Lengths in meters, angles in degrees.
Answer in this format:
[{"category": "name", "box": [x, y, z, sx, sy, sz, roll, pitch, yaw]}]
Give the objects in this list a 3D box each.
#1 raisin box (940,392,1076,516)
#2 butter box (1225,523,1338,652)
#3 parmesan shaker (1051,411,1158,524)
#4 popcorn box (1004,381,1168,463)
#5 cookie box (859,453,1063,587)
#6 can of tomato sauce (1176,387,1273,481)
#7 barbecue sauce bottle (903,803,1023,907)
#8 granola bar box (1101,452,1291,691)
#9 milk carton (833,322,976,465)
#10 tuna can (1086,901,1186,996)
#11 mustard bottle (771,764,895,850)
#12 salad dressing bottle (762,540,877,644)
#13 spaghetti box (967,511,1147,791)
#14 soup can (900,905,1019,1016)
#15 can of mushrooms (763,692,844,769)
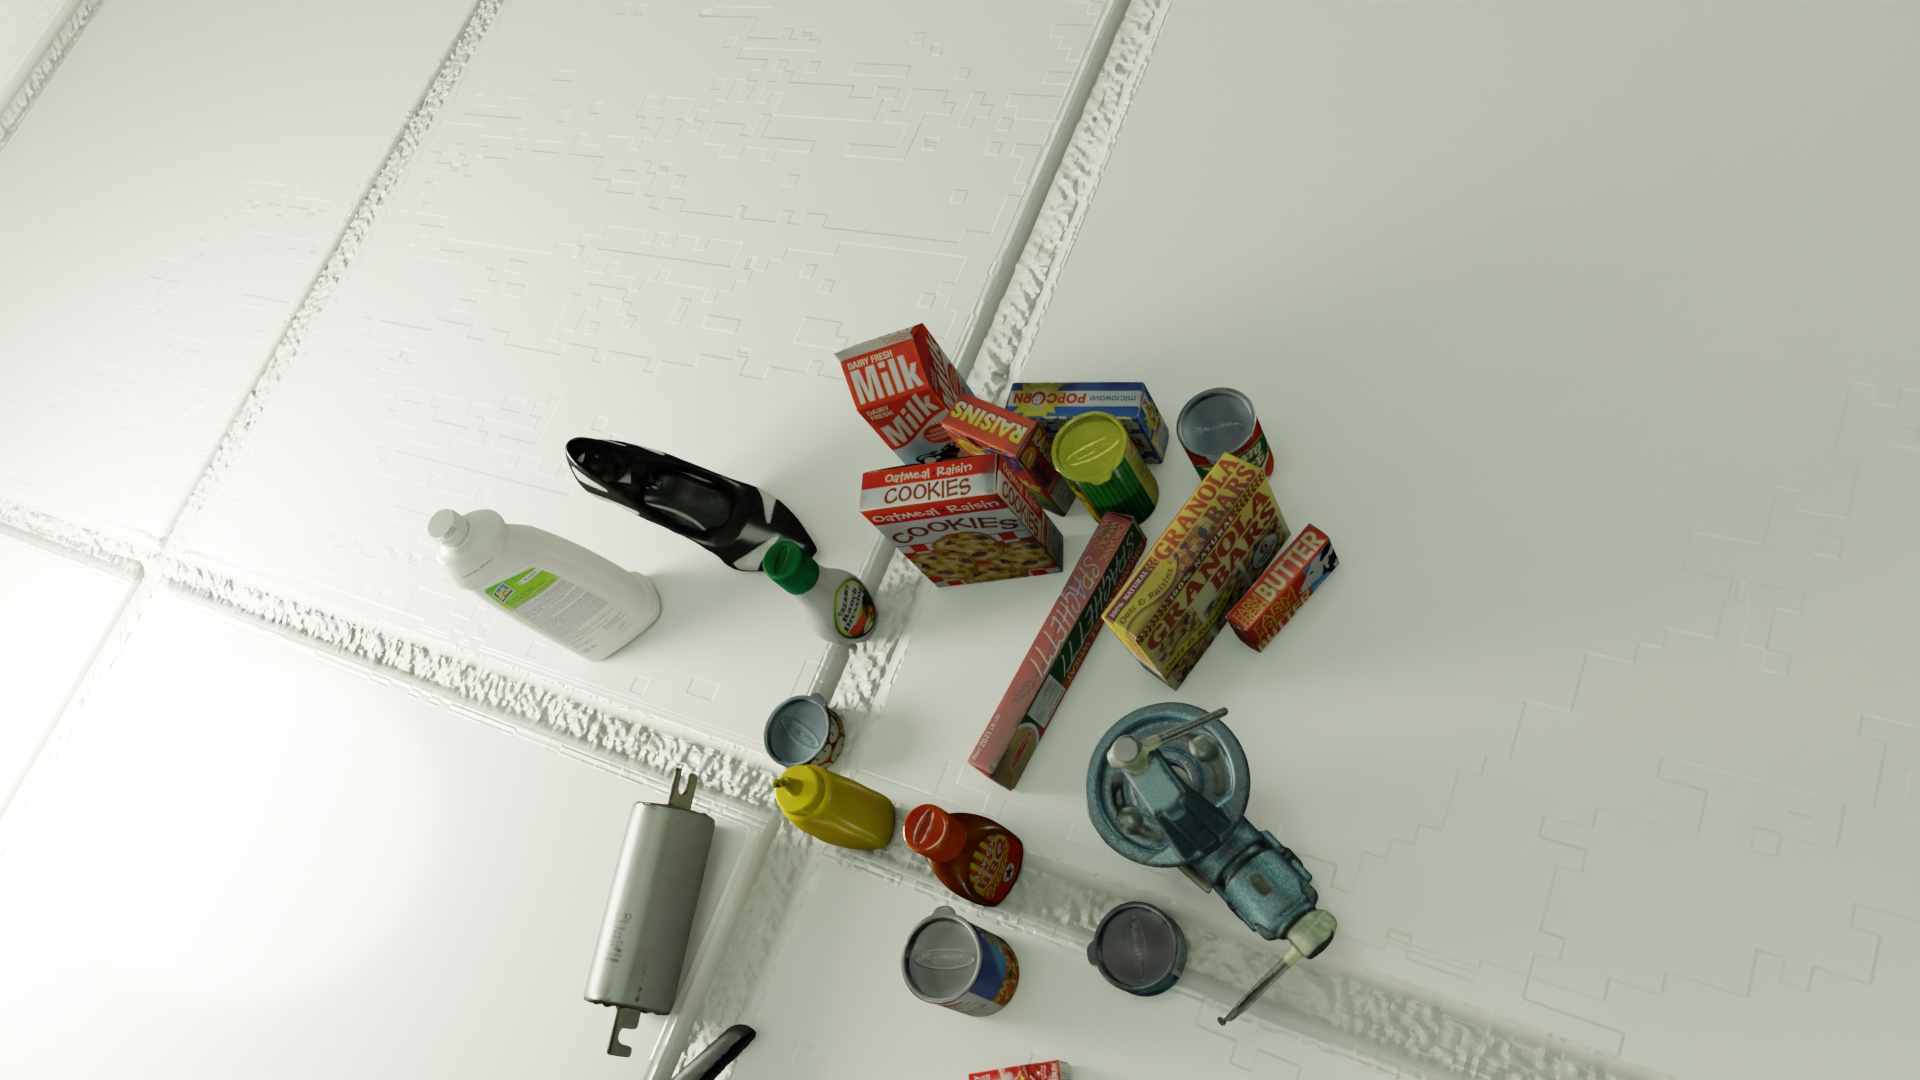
[{"category": "raisin box", "box": [0.046, -0.075, 1.227, 0.086, 0.123, 0.040, 26, 79, 32]}, {"category": "butter box", "box": [0.260, 0.039, 1.116, 0.103, 0.053, 0.024, -47, 56, -4]}, {"category": "parmesan shaker", "box": [0.126, -0.055, 1.194, 0.071, 0.103, 0.071, -10, 62, 20]}, {"category": "popcorn box", "box": [0.113, -0.104, 1.235, 0.126, 0.085, 0.038, 3, 67, 25]}, {"category": "cookie box", "box": [0.004, -0.015, 1.190, 0.123, 0.167, 0.040, -8, 63, 21]}, {"category": "can of tomato sauce", "box": [0.225, -0.079, 1.173, 0.071, 0.083, 0.071, -10, 62, 20]}, {"category": "barbecue sauce bottle", "box": [0.001, 0.239, 1.075, 0.044, 0.148, 0.065, 16, 73, 30]}, {"category": "granola bar box", "box": [0.191, 0.026, 1.111, 0.039, 0.124, 0.166, 33, 82, 33]}, {"category": "milk carton", "box": [-0.042, -0.130, 1.254, 0.072, 0.190, 0.074, -16, 60, 17]}, {"category": "tuna can", "box": [0.134, 0.310, 1.050, 0.071, 0.032, 0.071, -10, 62, 20]}, {"category": "mustard bottle", "box": [-0.109, 0.214, 1.130, 0.065, 0.160, 0.049, -4, 64, 23]}, {"category": "salad dressing bottle", "box": [-0.124, 0.046, 1.229, 0.044, 0.147, 0.064, 8, 69, 27]}, {"category": "spaghetti box", "box": [0.085, 0.091, 1.171, 0.029, 0.050, 0.250, 23, 76, 31]}, {"category": "soup can", "box": [0.001, 0.326, 1.071, 0.071, 0.083, 0.071, -10, 62, 20]}, {"category": "can of mushrooms", "box": [-0.138, 0.172, 1.240, 0.071, 0.033, 0.071, -10, 62, 20]}]
